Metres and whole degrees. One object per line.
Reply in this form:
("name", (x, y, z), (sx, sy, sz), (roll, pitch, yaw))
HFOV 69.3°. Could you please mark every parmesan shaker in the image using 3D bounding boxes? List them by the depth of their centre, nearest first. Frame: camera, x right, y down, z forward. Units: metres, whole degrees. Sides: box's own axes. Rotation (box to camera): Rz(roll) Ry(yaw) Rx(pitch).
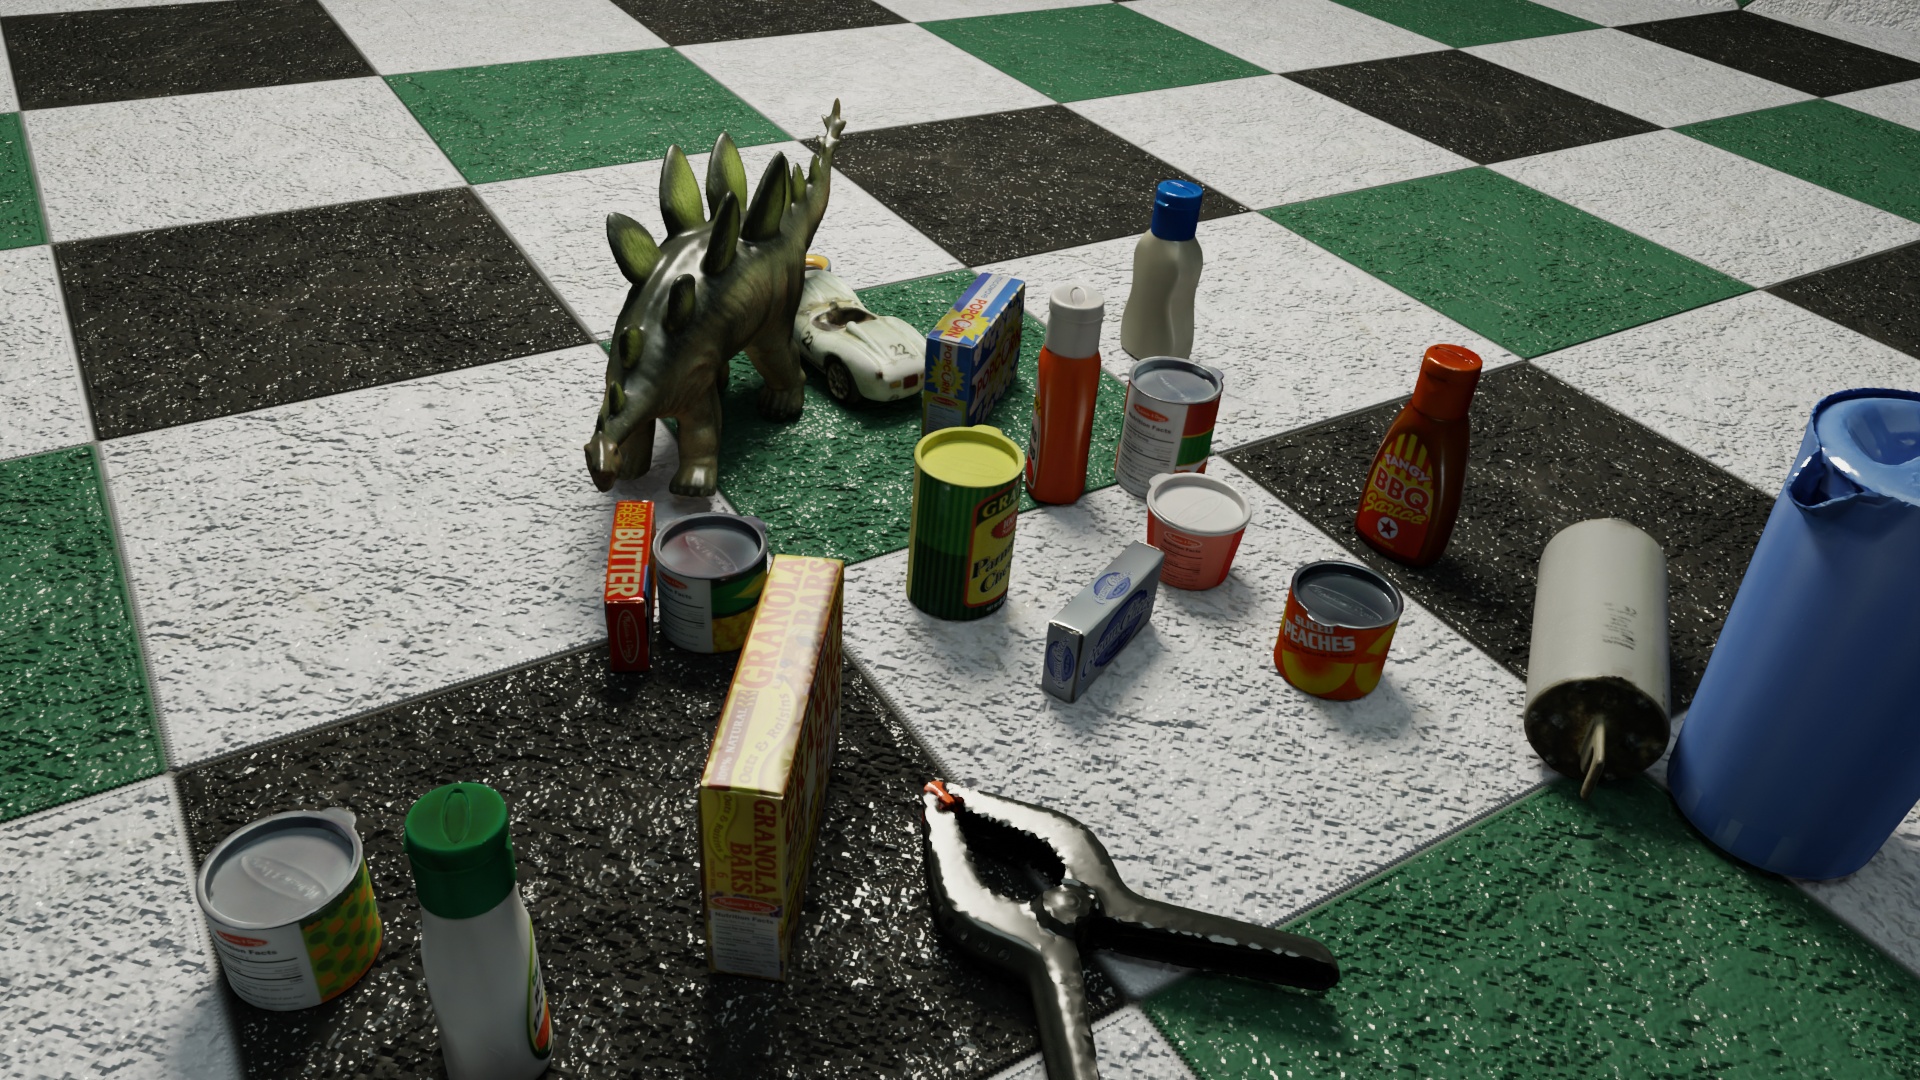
("parmesan shaker", (0.003, -0.011, 0.859), (0.071, 0.102, 0.072), (3, 35, -2))

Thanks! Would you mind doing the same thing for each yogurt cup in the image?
("yogurt cup", (0.153, -0.004, 0.911), (0.072, 0.053, 0.073), (3, 36, -2))

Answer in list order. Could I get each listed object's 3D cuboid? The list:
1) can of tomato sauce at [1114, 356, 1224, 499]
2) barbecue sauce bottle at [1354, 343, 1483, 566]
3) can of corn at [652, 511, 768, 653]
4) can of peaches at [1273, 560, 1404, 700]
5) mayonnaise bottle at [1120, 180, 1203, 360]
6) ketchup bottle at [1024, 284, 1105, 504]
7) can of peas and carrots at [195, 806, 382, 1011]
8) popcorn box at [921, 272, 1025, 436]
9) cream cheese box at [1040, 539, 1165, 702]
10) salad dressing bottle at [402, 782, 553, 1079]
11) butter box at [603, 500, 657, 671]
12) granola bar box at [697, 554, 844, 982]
("can of tomato sauce", (0.149, -0.080, 0.991), (0.071, 0.082, 0.071), (3, 35, -2))
("barbecue sauce bottle", (0.309, -0.058, 0.924), (0.044, 0.147, 0.065), (-23, 44, -34))
("can of corn", (-0.146, 0.024, 0.830), (0.071, 0.058, 0.071), (3, 35, -2))
("can of peaches", (0.224, 0.055, 0.834), (0.071, 0.057, 0.071), (3, 35, -2))
("mayonnaise bottle", (0.167, -0.216, 1.127), (0.041, 0.147, 0.065), (-22, 44, -33))
("ketchup bottle", (0.073, -0.101, 0.955), (0.043, 0.148, 0.065), (5, 35, 0))
("can of peas and carrots", (-0.295, 0.163, 0.618), (0.071, 0.058, 0.071), (3, 35, -2))
("popcorn box", (0.011, -0.140, 1.055), (0.038, 0.084, 0.127), (15, 37, 14))
("cream cheese box", (0.086, 0.047, 0.831), (0.024, 0.053, 0.104), (24, 40, 25))
("salad dressing bottle", (-0.193, 0.162, 0.556), (0.044, 0.146, 0.064), (-6, 37, -15))
("butter box", (-0.195, 0.025, 0.827), (0.024, 0.052, 0.104), (-1, 36, -8))
("granola bar box", (-0.088, 0.104, 0.669), (0.039, 0.123, 0.166), (6, 35, 1))
